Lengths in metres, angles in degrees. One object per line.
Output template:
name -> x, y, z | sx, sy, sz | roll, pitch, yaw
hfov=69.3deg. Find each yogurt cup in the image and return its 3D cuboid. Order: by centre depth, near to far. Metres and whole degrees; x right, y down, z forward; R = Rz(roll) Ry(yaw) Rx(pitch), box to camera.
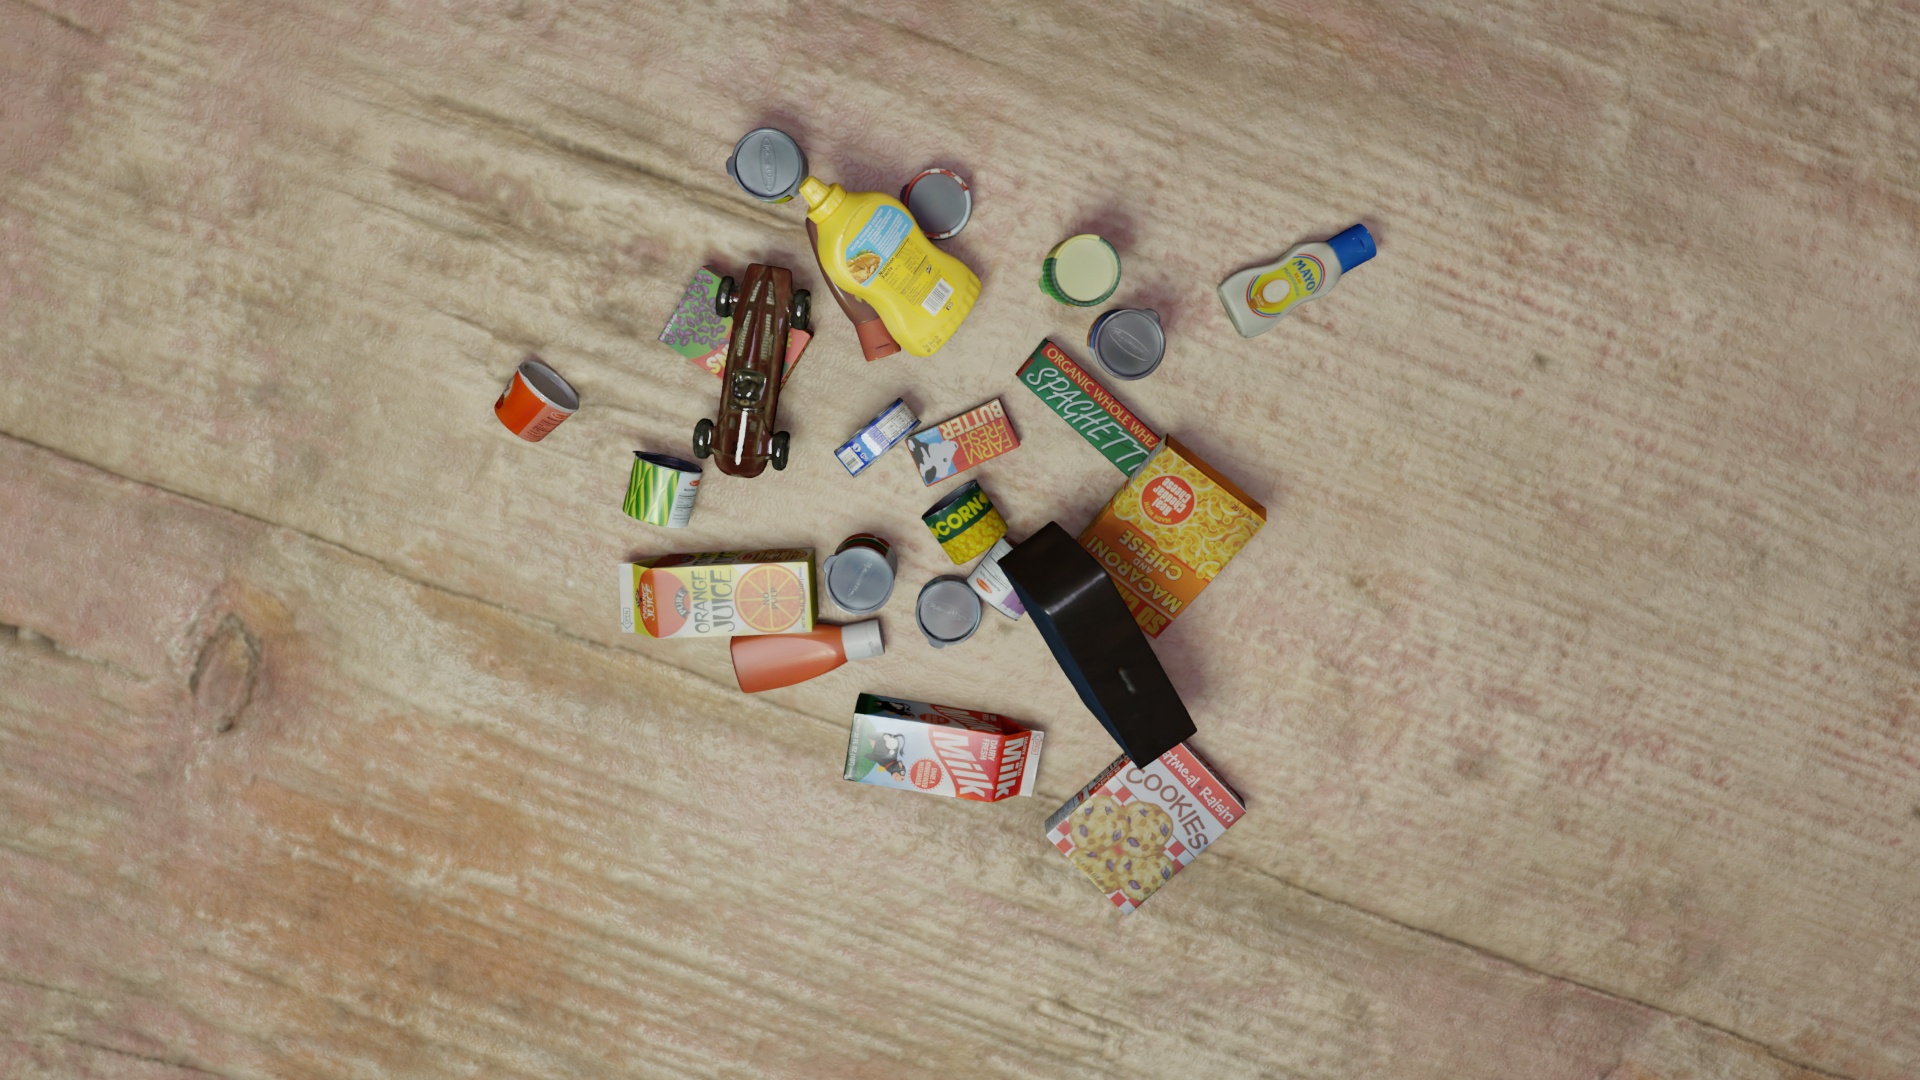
yogurt cup -> -0.411, -0.132, 1.339 | 0.072, 0.072, 0.054 | 44, 105, -7

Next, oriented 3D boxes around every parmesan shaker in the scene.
parmesan shaker -> 0.110, -0.250, 1.301 | 0.071, 0.103, 0.071 | 0, 100, 0

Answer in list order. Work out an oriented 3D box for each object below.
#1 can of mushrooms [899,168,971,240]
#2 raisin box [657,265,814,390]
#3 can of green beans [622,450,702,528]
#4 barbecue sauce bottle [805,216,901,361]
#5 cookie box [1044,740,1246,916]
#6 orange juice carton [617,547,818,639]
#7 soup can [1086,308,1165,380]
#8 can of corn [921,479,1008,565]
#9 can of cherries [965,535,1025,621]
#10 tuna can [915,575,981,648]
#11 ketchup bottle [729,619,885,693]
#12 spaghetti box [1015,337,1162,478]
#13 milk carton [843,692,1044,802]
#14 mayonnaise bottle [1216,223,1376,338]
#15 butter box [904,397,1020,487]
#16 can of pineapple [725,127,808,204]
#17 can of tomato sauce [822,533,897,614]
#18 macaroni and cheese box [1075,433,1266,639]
can of mushrooms -> -0.024, -0.321, 1.324 | 0.071, 0.033, 0.071 | 0, 100, 0
raisin box -> -0.216, -0.196, 1.341 | 0.123, 0.040, 0.086 | 32, 98, -4
can of green beans -> -0.290, -0.049, 1.351 | 0.071, 0.071, 0.057 | 16, 100, -3
barbecue sauce bottle -> -0.097, -0.247, 1.330 | 0.065, 0.044, 0.148 | -20, 100, -8
cookie box -> 0.189, 0.283, 1.423 | 0.167, 0.040, 0.123 | -43, 97, 7
orange juice carton -> -0.239, 0.052, 1.365 | 0.193, 0.073, 0.071 | -3, 100, 1
soup can -> 0.158, -0.190, 1.321 | 0.071, 0.084, 0.071 | 0, 100, -1
can of corn -> 0.005, -0.017, 1.356 | 0.071, 0.071, 0.058 | -35, 99, 5
can of cherries -> 0.049, 0.037, 1.370 | 0.071, 0.071, 0.058 | 37, 97, -6
tuna can -> -0.013, 0.071, 1.389 | 0.071, 0.033, 0.071 | 0, 99, 0
ketchup bottle -> -0.151, 0.110, 1.389 | 0.149, 0.044, 0.064 | -10, 114, 1
spaghetti box -> 0.161, -0.099, 1.364 | 0.250, 0.029, 0.050 | 41, 97, -7
milk carton -> -0.016, 0.210, 1.392 | 0.191, 0.073, 0.072 | 10, 99, -2
mayonnaise bottle -> 0.324, -0.254, 1.333 | 0.148, 0.041, 0.064 | -28, 97, 5
butter box -> 0.002, -0.097, 1.366 | 0.103, 0.024, 0.053 | -23, 98, 3
can of pineapple -> -0.180, -0.352, 1.306 | 0.071, 0.058, 0.071 | 0, 99, 0
can of tomato sauce -> -0.098, 0.031, 1.357 | 0.071, 0.083, 0.071 | 0, 100, 0
macaroni and cheese box -> 0.196, -0.002, 1.352 | 0.124, 0.040, 0.165 | 37, 115, -5
